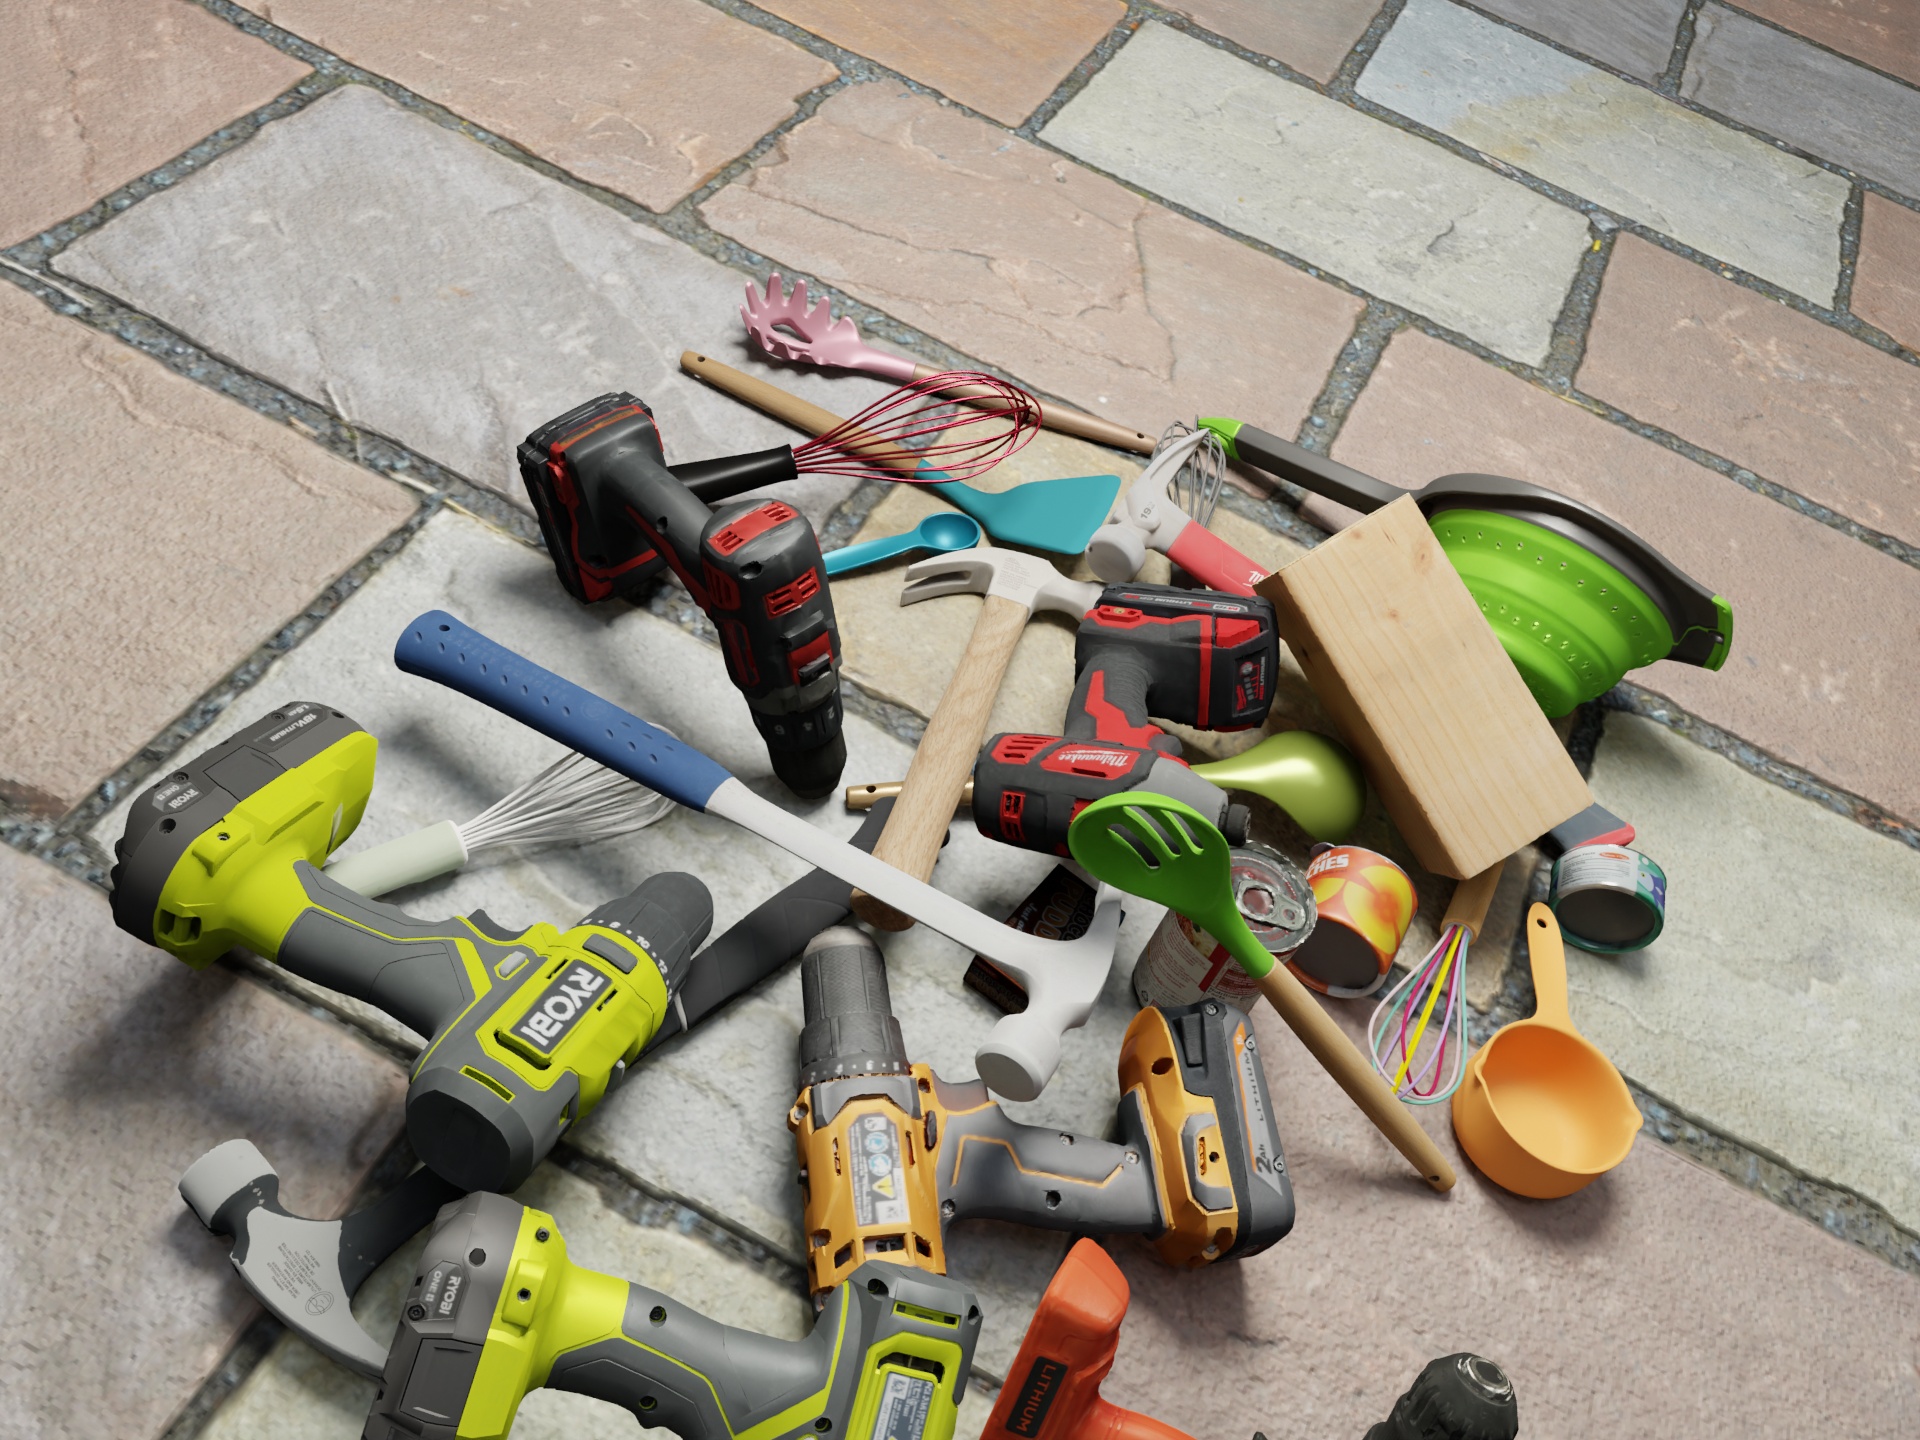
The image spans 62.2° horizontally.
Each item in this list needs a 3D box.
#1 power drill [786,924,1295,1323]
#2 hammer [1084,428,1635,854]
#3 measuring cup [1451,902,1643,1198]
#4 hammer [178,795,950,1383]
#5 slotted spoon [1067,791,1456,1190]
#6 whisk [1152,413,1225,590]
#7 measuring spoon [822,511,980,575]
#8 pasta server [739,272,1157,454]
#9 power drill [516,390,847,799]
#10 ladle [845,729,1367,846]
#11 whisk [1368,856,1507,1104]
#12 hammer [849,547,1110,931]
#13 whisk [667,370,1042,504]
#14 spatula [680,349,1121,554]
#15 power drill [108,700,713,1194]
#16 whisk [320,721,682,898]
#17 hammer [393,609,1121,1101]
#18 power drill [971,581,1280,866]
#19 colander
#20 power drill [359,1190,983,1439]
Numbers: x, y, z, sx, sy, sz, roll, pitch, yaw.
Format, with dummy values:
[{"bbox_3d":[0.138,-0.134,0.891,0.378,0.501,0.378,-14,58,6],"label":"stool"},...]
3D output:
[{"bbox_3d":[0.029,0.184,0.767,0.226,0.084,0.186,-2,61,-14],"label":"power drill"},{"bbox_3d":[0.271,-0.042,1.033,0.386,0.038,0.143,36,54,5],"label":"hammer"},{"bbox_3d":[0.318,0.183,0.886,0.095,0.052,0.174,17,47,-3],"label":"measuring cup"},{"bbox_3d":[-0.150,0.153,0.778,0.149,0.036,0.409,42,52,17],"label":"hammer"},{"bbox_3d":[0.161,0.138,0.784,0.313,0.070,0.031,48,38,-23],"label":"slotted spoon"},{"bbox_3d":[0.157,-0.121,1.090,0.055,0.055,0.239,12,53,-7],"label":"whisk"},{"bbox_3d":[-0.047,-0.106,1.038,0.128,0.021,0.042,-17,47,-18],"label":"measuring spoon"},{"bbox_3d":[-0.006,-0.248,1.150,0.316,0.040,0.060,16,61,-5],"label":"pasta server"},{"bbox_3d":[-0.144,-0.069,0.895,0.080,0.187,0.227,-34,49,-24],"label":"power drill"},{"bbox_3d":[0.091,0.045,0.944,0.320,0.062,0.078,-3,49,-10],"label":"ladle"},{"bbox_3d":[0.284,0.134,0.915,0.051,0.047,0.245,-1,32,34],"label":"whisk"},{"bbox_3d":[-0.001,-0.003,0.924,0.130,0.031,0.331,18,40,5],"label":"hammer"},{"bbox_3d":[-0.089,-0.170,1.022,0.296,0.073,0.073,-14,56,-9],"label":"whisk"},{"bbox_3d":[-0.049,-0.191,1.086,0.317,0.044,0.082,25,55,6],"label":"spatula"},{"bbox_3d":[-0.237,0.088,0.722,0.228,0.080,0.191,30,34,5],"label":"power drill"},{"bbox_3d":[-0.252,0.060,0.820,0.246,0.059,0.058,-22,23,-26],"label":"whisk"},{"bbox_3d":[-0.108,0.040,0.796,0.405,0.035,0.144,26,43,15],"label":"hammer"},{"bbox_3d":[0.107,0.005,0.884,0.143,0.078,0.220,8,32,20],"label":"power drill"},{"bbox_3d":[0.311,-0.103,1.089,0.397,0.204,0.094,30,83,29],"label":"colander"},{"bbox_3d":[-0.116,0.285,0.623,0.223,0.080,0.171,18,77,-11],"label":"power drill"}]
